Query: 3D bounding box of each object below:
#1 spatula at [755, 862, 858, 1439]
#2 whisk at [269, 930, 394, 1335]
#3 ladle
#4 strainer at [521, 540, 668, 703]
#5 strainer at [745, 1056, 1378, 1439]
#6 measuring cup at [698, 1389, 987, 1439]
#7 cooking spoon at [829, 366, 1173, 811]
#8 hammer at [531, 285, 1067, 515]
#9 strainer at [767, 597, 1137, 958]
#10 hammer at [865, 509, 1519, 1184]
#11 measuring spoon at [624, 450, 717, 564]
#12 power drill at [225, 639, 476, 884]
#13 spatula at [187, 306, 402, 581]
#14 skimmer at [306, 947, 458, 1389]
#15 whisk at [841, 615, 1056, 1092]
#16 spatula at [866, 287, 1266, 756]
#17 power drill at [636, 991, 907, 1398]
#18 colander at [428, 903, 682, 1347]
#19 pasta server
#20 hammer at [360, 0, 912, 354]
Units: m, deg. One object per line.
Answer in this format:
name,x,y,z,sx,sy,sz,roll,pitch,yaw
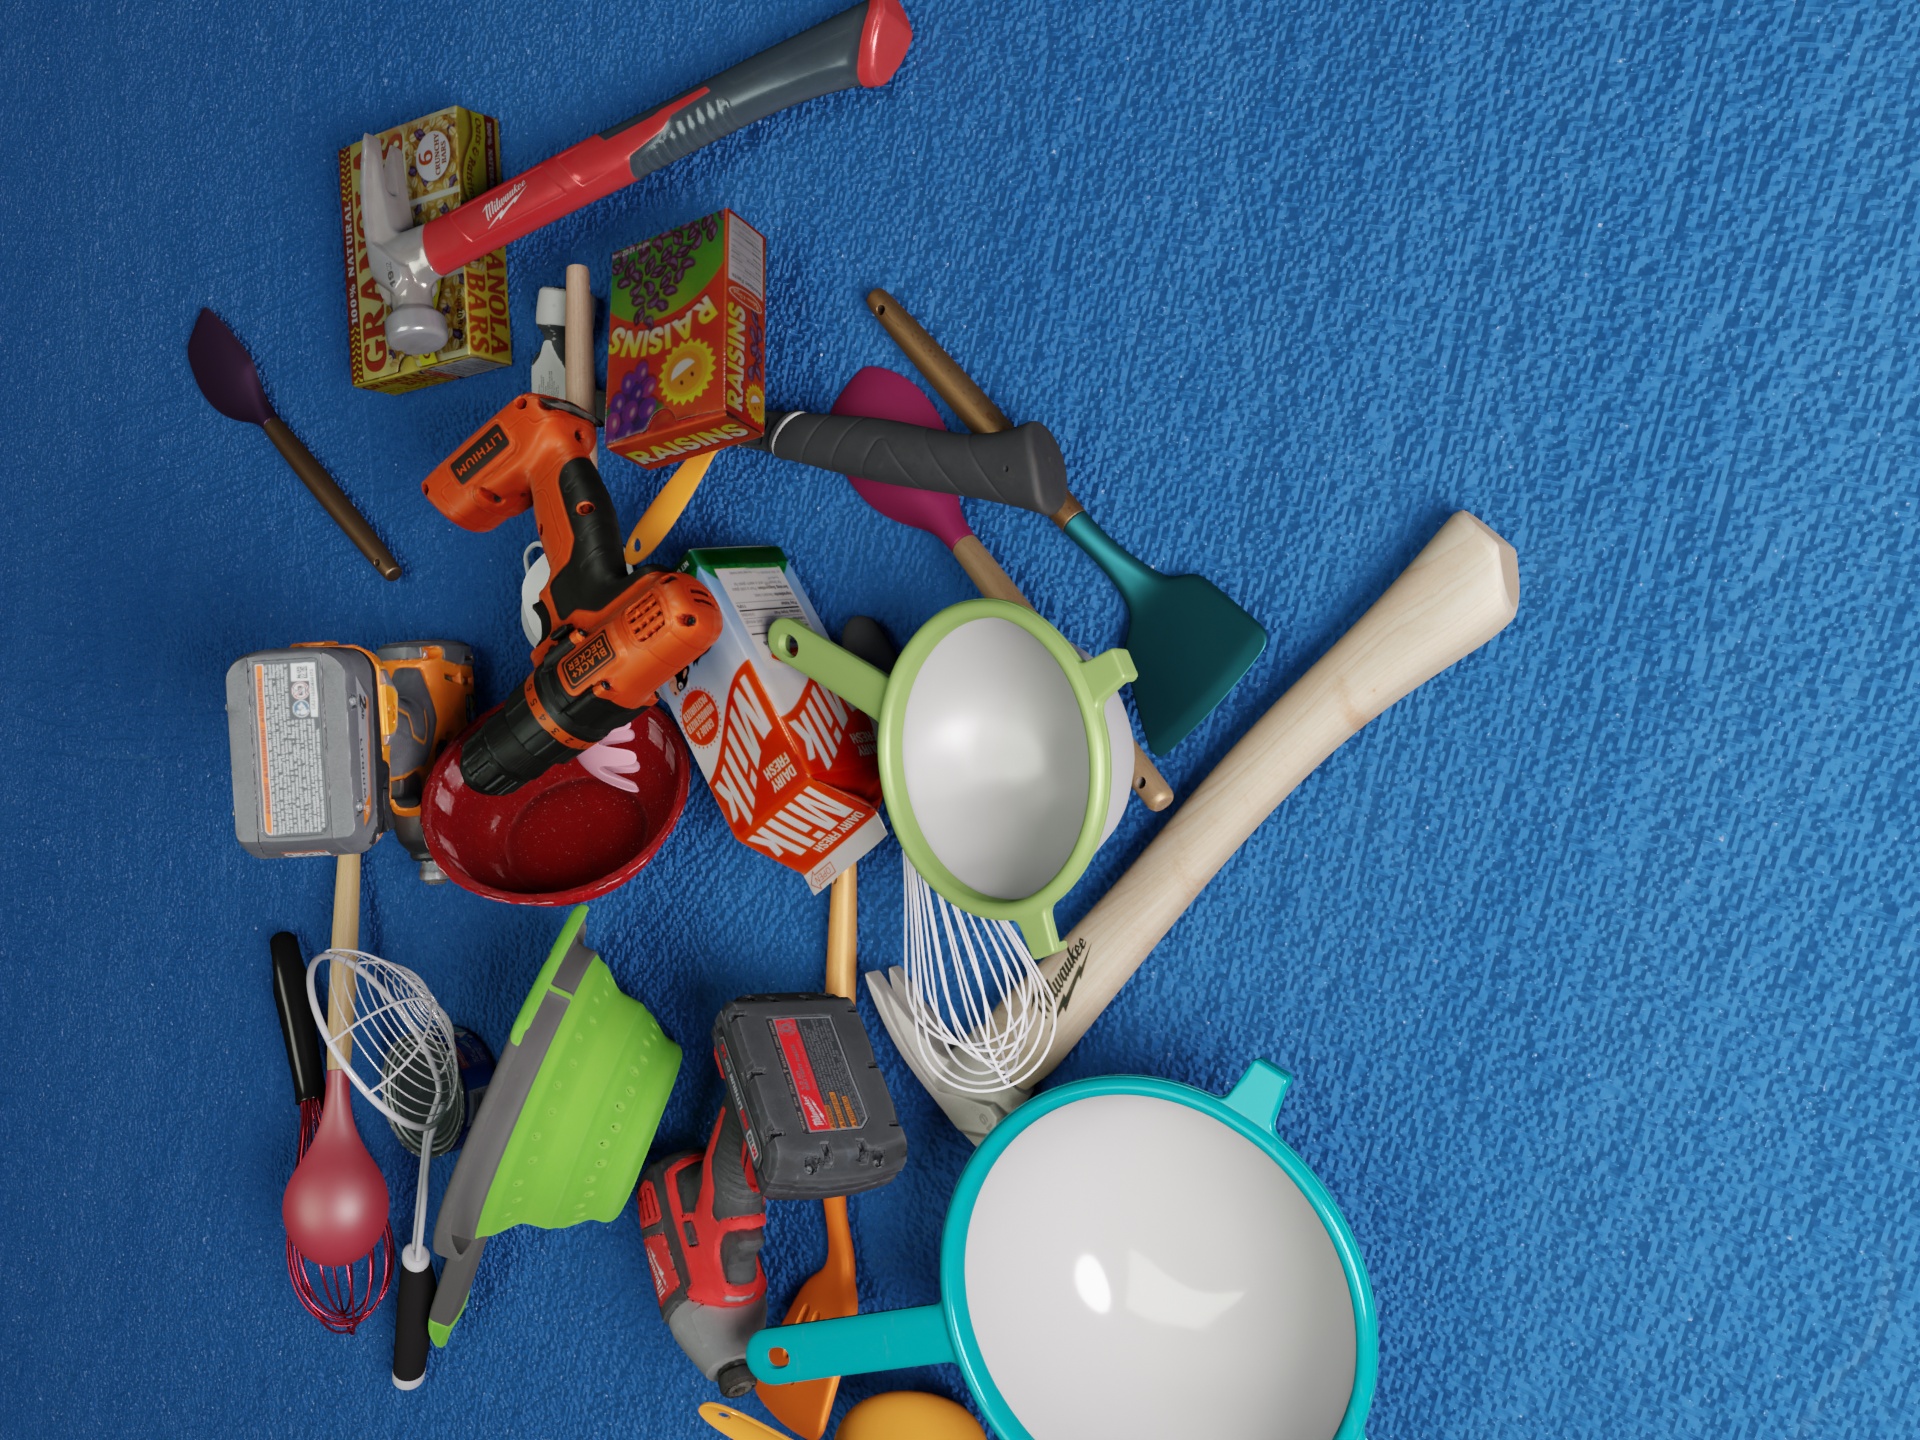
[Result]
spatula,-0.079,0.238,0.910,0.081,0.041,0.322,4,93,56
whisk,-0.467,0.295,1.155,0.073,0.073,0.296,-27,71,30
ladle,-0.434,0.219,1.117,0.031,0.069,0.315,132,136,-71
strainer,-0.199,-0.042,0.976,0.259,0.050,0.087,40,93,22
strainer,0.049,0.286,0.790,0.340,0.095,0.211,-20,82,28
measuring cup,-0.061,0.380,0.846,0.173,0.052,0.095,34,122,-17
cooking spoon,0.015,-0.075,0.834,0.068,0.017,0.319,-49,60,24
hammer,-0.112,-0.159,0.901,0.409,0.036,0.149,16,102,36
strainer,-0.001,-0.003,0.797,0.257,0.069,0.151,30,115,43
hammer,0.109,0.056,0.786,0.146,0.038,0.410,49,115,23
measuring spoon,-0.167,-0.131,0.917,0.117,0.011,0.021,-47,66,30
power drill,-0.360,0.030,0.986,0.084,0.226,0.164,-3,91,3
spatula,-0.497,-0.201,1.176,0.316,0.018,0.059,44,115,25
skimmer,-0.383,0.310,1.040,0.127,0.090,0.363,-126,43,-52
whisk,-0.017,0.058,0.828,0.070,0.070,0.285,-37,55,28
spatula,0.039,-0.122,0.819,0.318,0.044,0.082,51,118,22
power drill,-0.115,0.263,0.877,0.219,0.078,0.143,-61,39,34
colander,-0.256,0.291,0.995,0.094,0.205,0.396,22,125,-5
pasta server,-0.214,-0.115,0.936,0.040,0.060,0.316,-2,83,-9
hammer,-0.205,-0.349,0.944,0.386,0.038,0.143,-16,81,25
